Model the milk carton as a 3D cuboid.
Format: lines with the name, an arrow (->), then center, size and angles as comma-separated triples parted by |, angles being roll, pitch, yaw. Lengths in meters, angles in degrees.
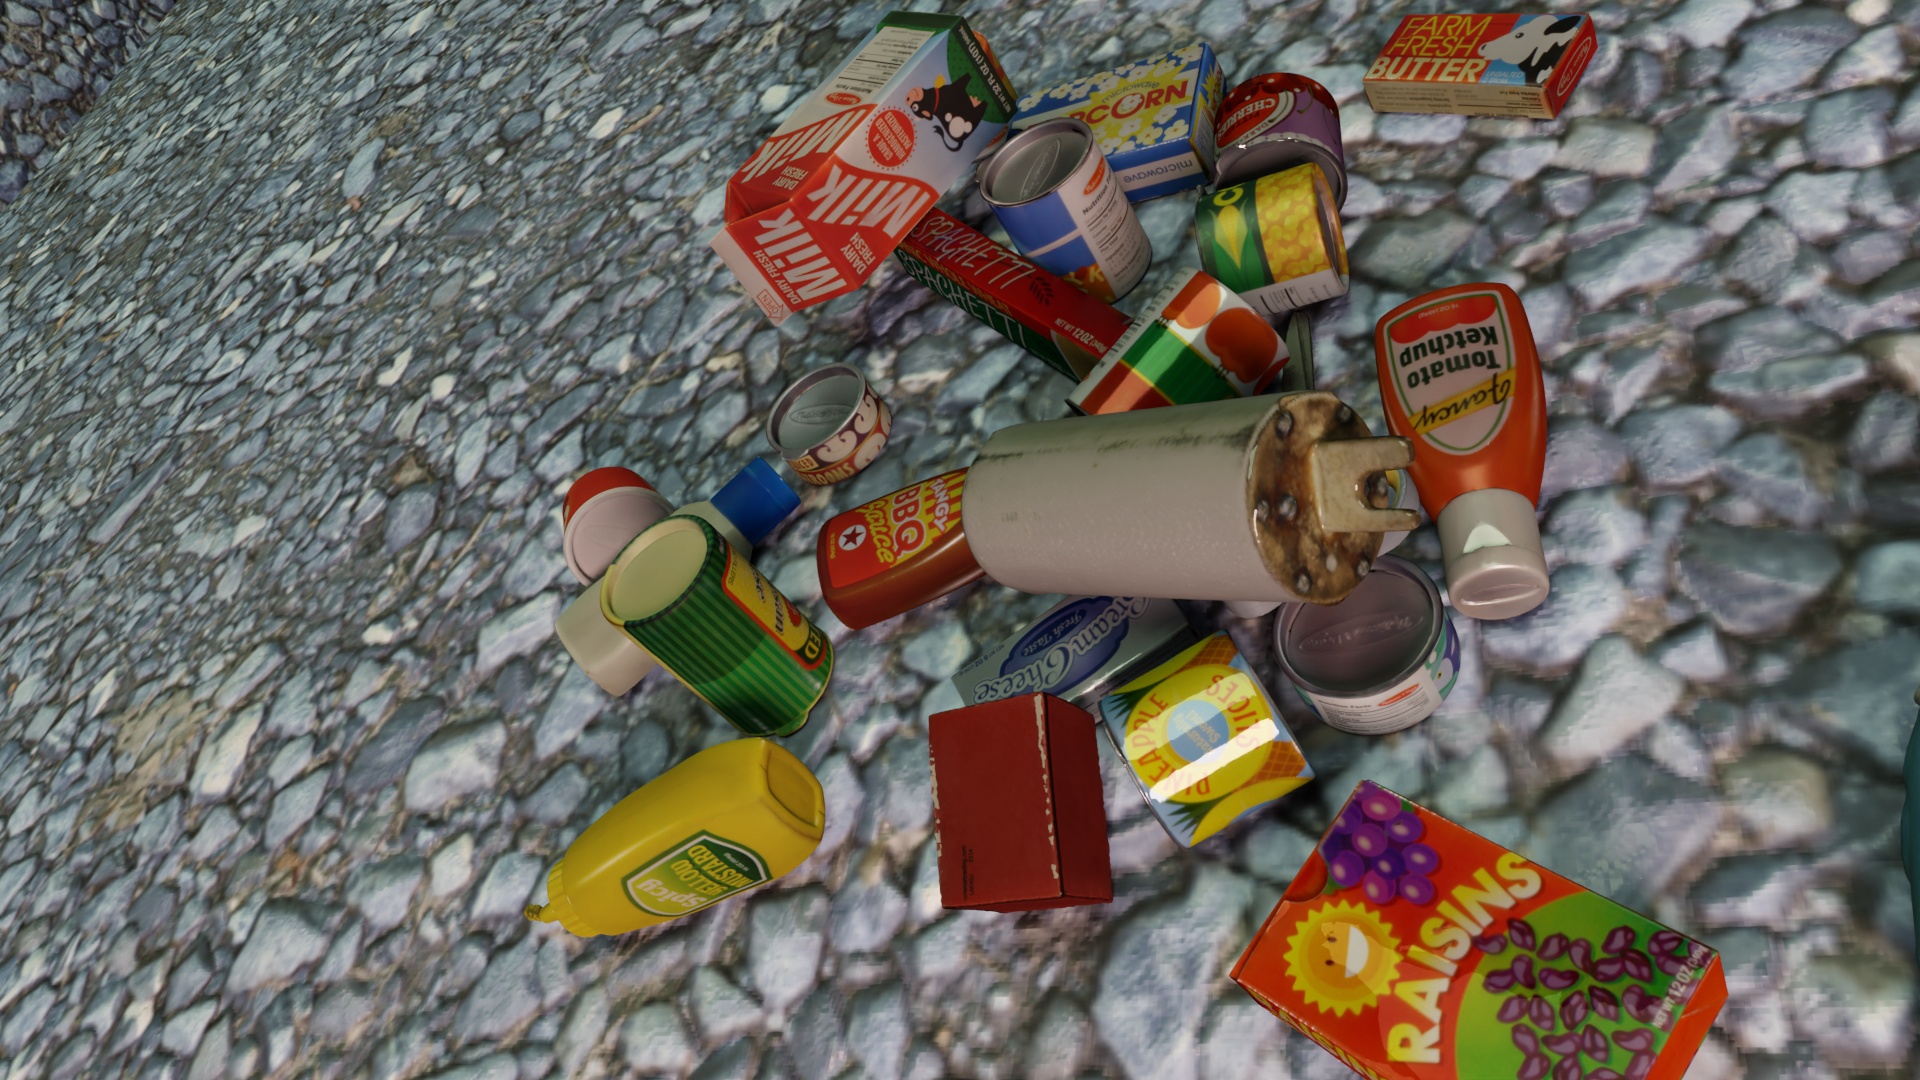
milk carton -> -0.063, -0.215, 0.807 | 0.191, 0.072, 0.073 | -50, 42, -12

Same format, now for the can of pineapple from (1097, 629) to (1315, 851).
can of pineapple -> 0.093, 0.075, 0.529 | 0.058, 0.070, 0.071 | -32, 43, 8

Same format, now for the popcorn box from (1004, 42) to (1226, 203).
popcorn box -> 0.089, -0.238, 0.820 | 0.126, 0.038, 0.085 | -7, 52, 30

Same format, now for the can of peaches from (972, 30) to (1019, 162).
can of peaches -> -0.001, -0.292, 0.913 | 0.071, 0.058, 0.071 | -18, 47, 21

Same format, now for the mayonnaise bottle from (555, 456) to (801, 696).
mayonnaise bottle -> -0.154, 0.016, 0.771 | 0.148, 0.041, 0.065 | -43, 44, -6

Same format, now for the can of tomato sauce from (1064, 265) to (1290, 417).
can of tomato sauce -> 0.101, -0.073, 0.639 | 0.083, 0.071, 0.071 | -49, 42, 4

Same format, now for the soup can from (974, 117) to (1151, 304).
soup can -> 0.056, -0.176, 0.756 | 0.071, 0.083, 0.072 | -19, 46, 21

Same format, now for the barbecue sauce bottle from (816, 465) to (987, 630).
barbecue sauce bottle -> 0.002, -0.009, 0.681 | 0.148, 0.043, 0.065 | -22, 43, 17

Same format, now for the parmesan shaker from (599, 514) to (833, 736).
parmesan shaker -> -0.116, 0.043, 0.674 | 0.071, 0.102, 0.072 | -19, 46, 21

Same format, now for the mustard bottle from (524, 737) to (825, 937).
mustard bottle -> -0.139, 0.146, 0.636 | 0.160, 0.065, 0.049 | -30, 38, 18

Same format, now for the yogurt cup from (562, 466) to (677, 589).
yogurt cup -> -0.199, -0.009, 0.807 | 0.072, 0.072, 0.054 | -41, 34, -2

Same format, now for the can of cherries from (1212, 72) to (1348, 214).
can of cherries -> 0.161, -0.198, 0.712 | 0.071, 0.071, 0.059 | -13, 48, 26

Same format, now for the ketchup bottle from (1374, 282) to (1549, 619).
ketchup bottle -> 0.208, -0.038, 0.565 | 0.064, 0.043, 0.149 | -15, 48, 24

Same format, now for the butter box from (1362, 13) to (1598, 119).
butter box -> 0.265, -0.245, 0.715 | 0.103, 0.024, 0.053 | 20, 69, 43

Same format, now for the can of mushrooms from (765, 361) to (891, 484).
can of mushrooms -> -0.076, -0.065, 0.790 | 0.071, 0.033, 0.071 | -18, 46, 20

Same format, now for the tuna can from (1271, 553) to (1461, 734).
tuna can -> 0.158, 0.038, 0.542 | 0.071, 0.032, 0.071 | -19, 46, 21

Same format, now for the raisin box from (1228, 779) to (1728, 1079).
raisin box -> 0.163, 0.142, 0.446 | 0.123, 0.040, 0.086 | 25, 72, 45

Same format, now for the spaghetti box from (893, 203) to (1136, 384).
spaghetti box -> 0.027, -0.136, 0.768 | 0.029, 0.050, 0.251 | -43, 42, -5

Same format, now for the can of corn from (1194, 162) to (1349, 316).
can of corn -> 0.152, -0.147, 0.676 | 0.058, 0.071, 0.071 | -12, 49, 25

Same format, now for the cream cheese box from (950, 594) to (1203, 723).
cream cheese box -> 0.051, 0.054, 0.609 | 0.104, 0.024, 0.053 | -35, 44, 5
